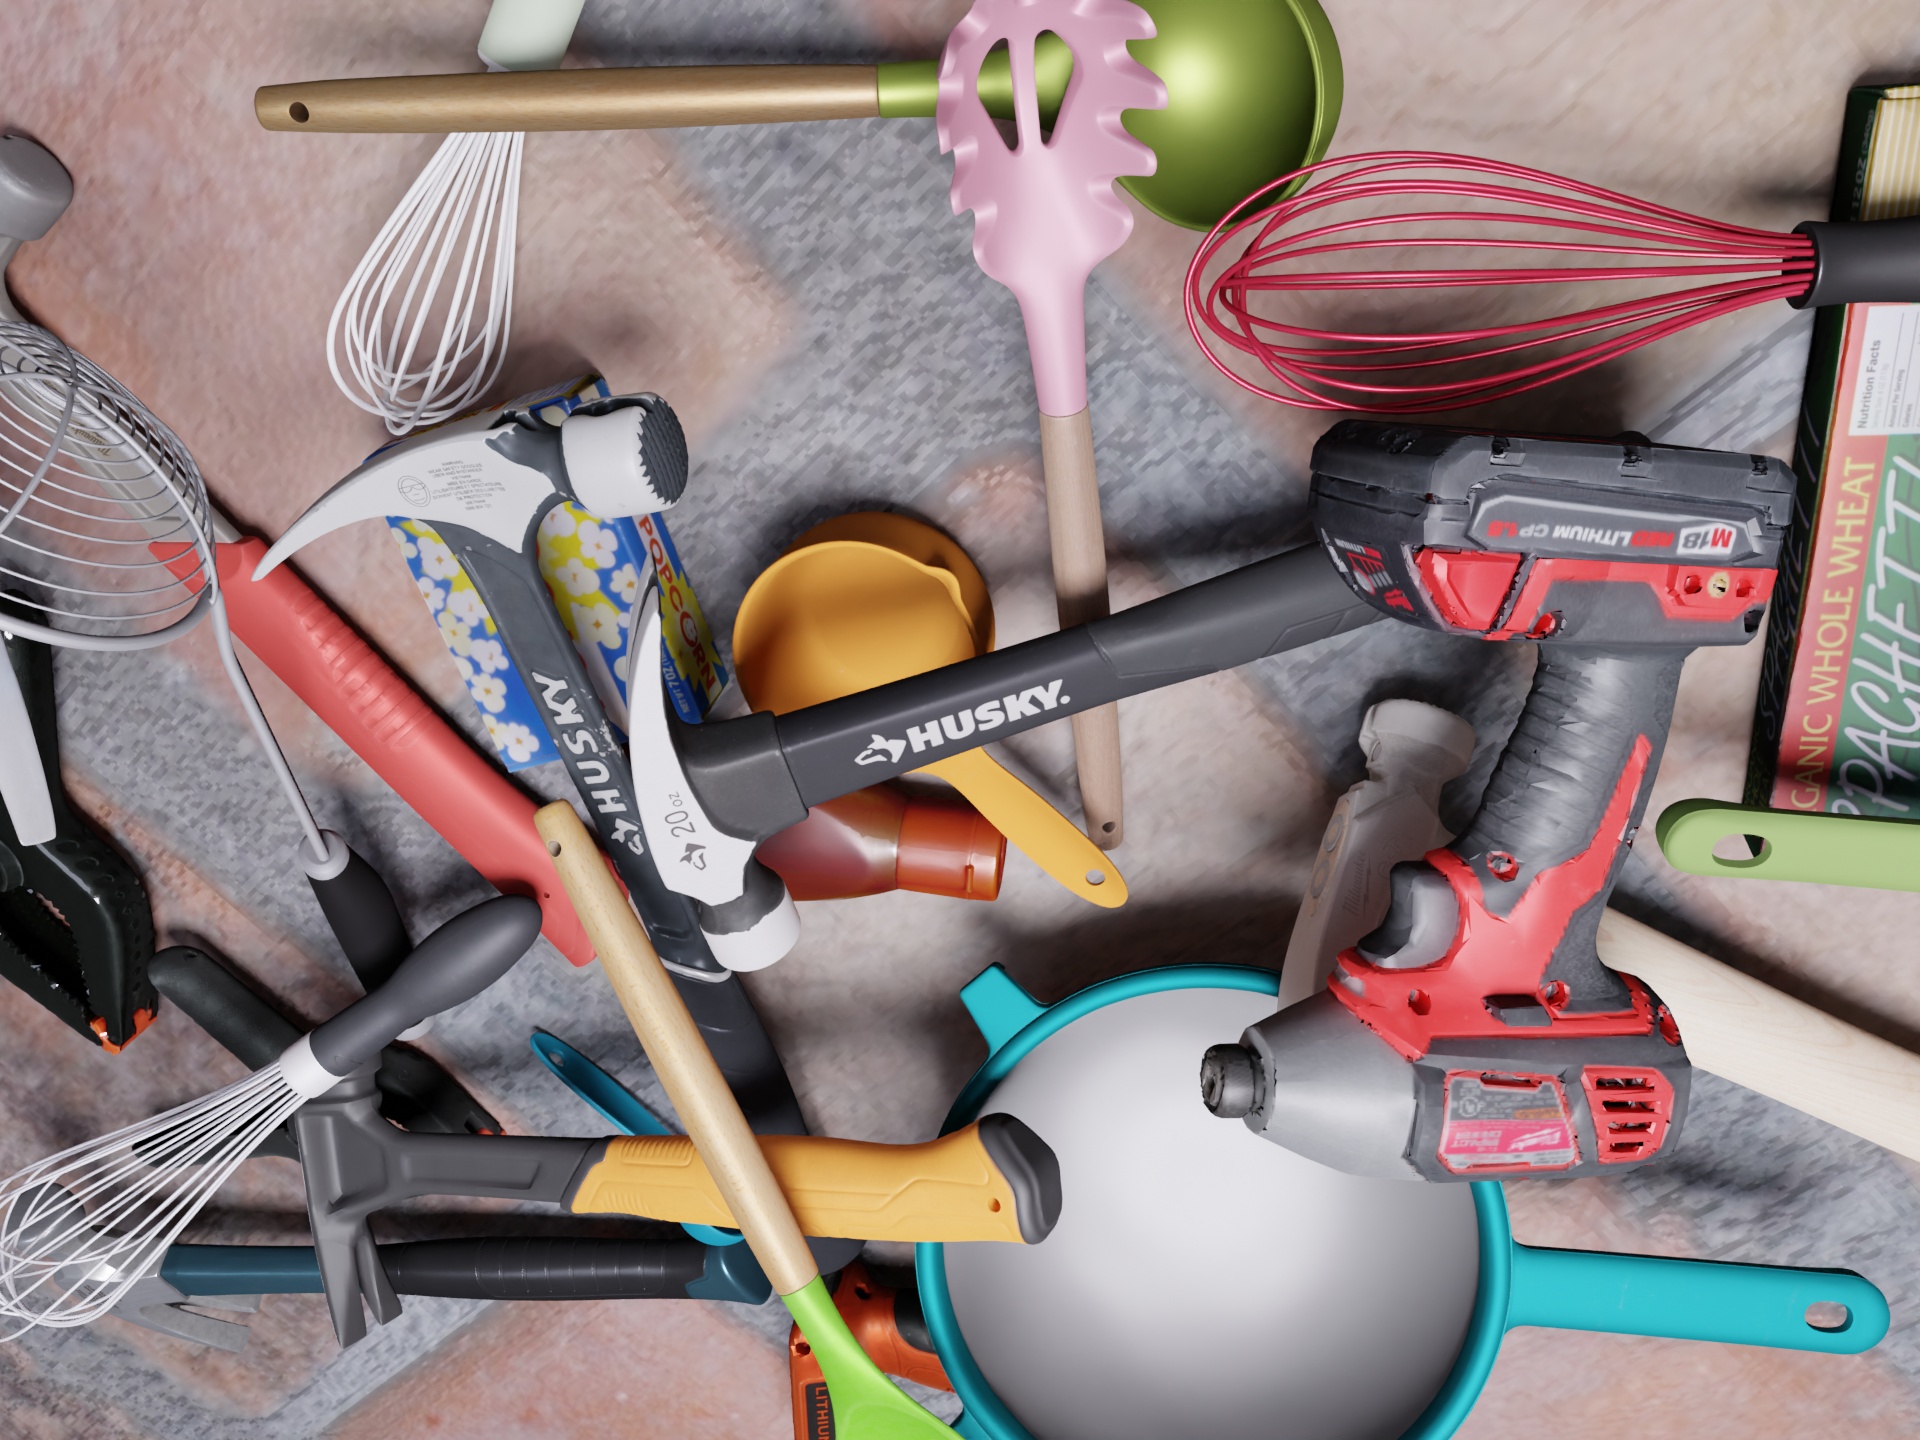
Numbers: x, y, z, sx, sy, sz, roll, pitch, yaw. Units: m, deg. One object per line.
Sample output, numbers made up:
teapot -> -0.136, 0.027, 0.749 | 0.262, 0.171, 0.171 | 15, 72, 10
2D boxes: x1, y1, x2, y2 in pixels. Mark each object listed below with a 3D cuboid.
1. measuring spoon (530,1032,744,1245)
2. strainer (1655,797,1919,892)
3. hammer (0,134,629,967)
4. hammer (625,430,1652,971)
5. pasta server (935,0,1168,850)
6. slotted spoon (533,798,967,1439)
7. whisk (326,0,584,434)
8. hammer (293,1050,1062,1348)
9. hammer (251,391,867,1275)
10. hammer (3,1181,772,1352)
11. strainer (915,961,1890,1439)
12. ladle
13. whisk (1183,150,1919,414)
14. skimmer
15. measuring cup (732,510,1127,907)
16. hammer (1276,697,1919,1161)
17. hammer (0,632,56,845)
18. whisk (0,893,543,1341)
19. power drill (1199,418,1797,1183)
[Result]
measuring spoon -> -0.143, 0.185, 0.694 | 0.128, 0.042, 0.021 | 42, 108, -2
strainer -> 0.343, 0.033, 0.501 | 0.256, 0.069, 0.151 | 4, 118, 3
hammer -> -0.269, -0.035, 0.612 | 0.149, 0.037, 0.359 | -37, 104, 24
hammer -> 0.057, -0.027, 0.497 | 0.335, 0.035, 0.146 | -18, 128, -1
pasta server -> 0.036, -0.071, 0.496 | 0.060, 0.040, 0.316 | -13, 129, -4
slotted spoon -> -0.065, 0.167, 0.537 | 0.070, 0.031, 0.314 | -26, 93, 28
whisk -> -0.145, -0.201, 0.507 | 0.057, 0.059, 0.246 | 11, 120, -37
hammer -> -0.119, 0.181, 0.603 | 0.337, 0.034, 0.127 | -6, 92, 26
hammer -> -0.112, 0.075, 0.590 | 0.149, 0.036, 0.408 | -5, 126, 17
hammer -> -0.252, 0.252, 0.731 | 0.331, 0.033, 0.128 | -2, 139, 6
strainer -> 0.156, 0.193, 0.603 | 0.340, 0.095, 0.211 | 4, 93, 4
ladle -> -0.051, -0.181, 0.464 | 0.320, 0.062, 0.078 | -1, 122, 2
whisk -> 0.210, -0.124, 0.434 | 0.296, 0.073, 0.073 | -2, 115, 4
skimmer -> -0.271, 0.018, 0.554 | 0.090, 0.127, 0.363 | -17, 140, -14
measuring cup -> -0.001, -0.002, 0.569 | 0.173, 0.052, 0.095 | 43, 115, -13
hammer -> 0.308, 0.133, 0.549 | 0.410, 0.038, 0.146 | 22, 76, -5
hammer -> -0.430, 0.055, 0.614 | 0.386, 0.038, 0.143 | -36, 74, 41
whisk -> -0.278, 0.153, 0.624 | 0.284, 0.070, 0.070 | -35, 105, 5
power drill -> 0.147, 0.029, 0.456 | 0.143, 0.079, 0.219 | 1, 103, -11
